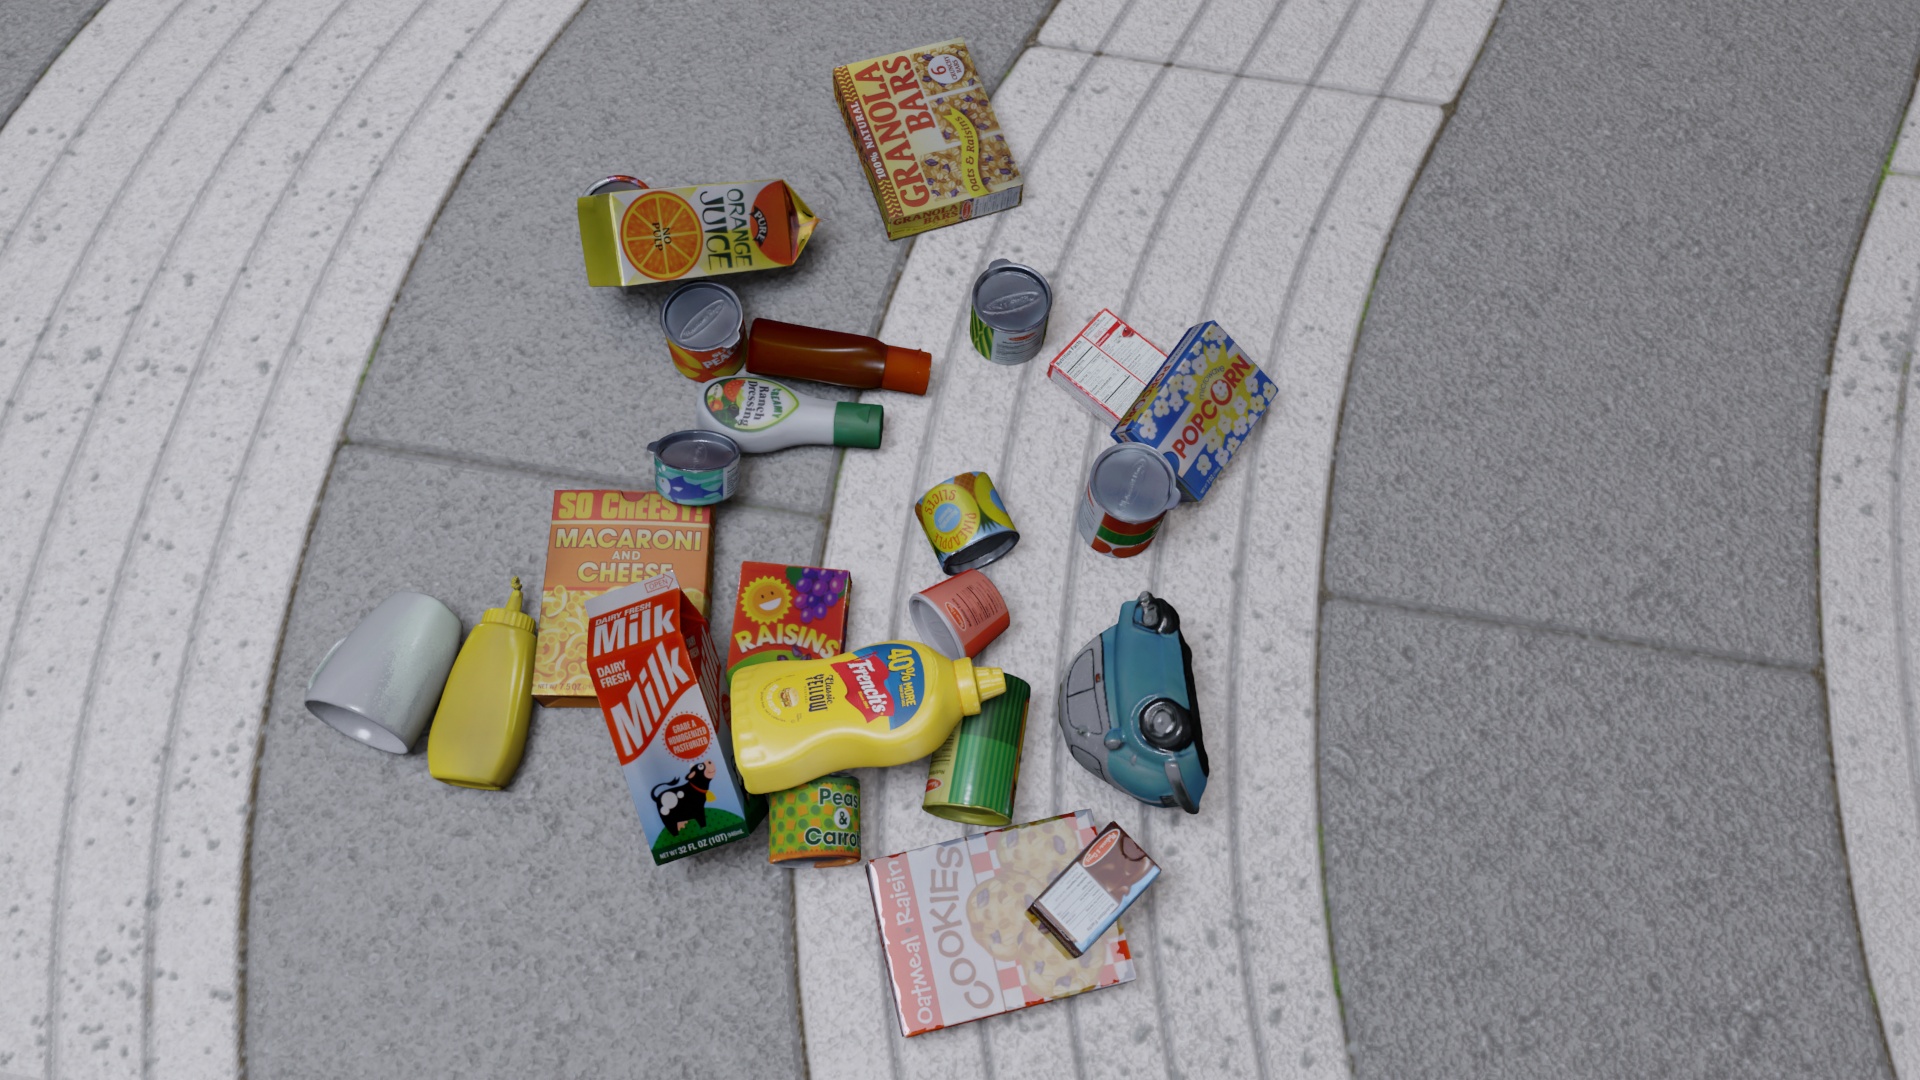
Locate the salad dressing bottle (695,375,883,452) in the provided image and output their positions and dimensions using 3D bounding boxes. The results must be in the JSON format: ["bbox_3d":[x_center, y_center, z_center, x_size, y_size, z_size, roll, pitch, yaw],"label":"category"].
[{"bbox_3d":[-0.137,-0.099,1.123,0.148,0.043,0.064,5,59,-1],"label":"salad dressing bottle"}]

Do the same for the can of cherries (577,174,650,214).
[{"bbox_3d":[-0.282,-0.265,1.174,0.071,0.058,0.072,1,69,-2],"label":"can of cherries"}]

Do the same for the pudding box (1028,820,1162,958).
[{"bbox_3d":[0.094,0.243,0.967,0.084,0.030,0.050,-42,75,-18],"label":"pudding box"}]

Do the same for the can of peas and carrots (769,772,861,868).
[{"bbox_3d":[-0.103,0.201,0.995,0.071,0.070,0.059,-2,70,-3],"label":"can of peas and carrots"}]

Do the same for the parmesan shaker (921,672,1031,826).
[{"bbox_3d":[0.014,0.151,1.019,0.071,0.071,0.103,10,69,1],"label":"parmesan shaker"}]

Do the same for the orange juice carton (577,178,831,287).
[{"bbox_3d":[-0.205,-0.254,1.134,0.193,0.072,0.072,-15,106,-33],"label":"orange juice carton"}]

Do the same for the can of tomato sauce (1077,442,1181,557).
[{"bbox_3d":[0.131,-0.030,1.088,0.071,0.082,0.071,1,69,-2],"label":"can of tomato sauce"}]

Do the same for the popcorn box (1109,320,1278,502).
[{"bbox_3d":[0.190,-0.104,1.125,0.085,0.038,0.127,44,71,-17],"label":"popcorn box"}]

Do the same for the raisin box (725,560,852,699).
[{"bbox_3d":[-0.131,0.082,1.057,0.086,0.040,0.124,5,70,0],"label":"raisin box"}]

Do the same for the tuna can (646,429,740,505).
[{"bbox_3d":[-0.207,-0.057,1.078,0.071,0.032,0.071,5,32,-3],"label":"tuna can"}]

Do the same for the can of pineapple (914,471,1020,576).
[{"bbox_3d":[0.004,-0.014,1.083,0.071,0.070,0.058,-23,71,-11],"label":"can of pineapple"}]

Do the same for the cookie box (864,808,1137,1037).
[{"bbox_3d":[0.026,0.272,0.990,0.168,0.040,0.123,-11,70,-8],"label":"cookie box"}]

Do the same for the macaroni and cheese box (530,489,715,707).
[{"bbox_3d":[-0.255,0.043,1.066,0.124,0.040,0.167,1,69,-3],"label":"macaroni and cheese box"}]

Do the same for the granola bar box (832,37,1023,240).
[{"bbox_3d":[-0.030,-0.357,1.231,0.124,0.039,0.166,-17,71,-9],"label":"granola bar box"}]

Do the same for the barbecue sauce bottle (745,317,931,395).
[{"bbox_3d":[-0.099,-0.149,1.139,0.149,0.065,0.043,8,113,-7],"label":"barbecue sauce bottle"}]

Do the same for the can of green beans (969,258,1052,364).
[{"bbox_3d":[0.041,-0.188,1.159,0.071,0.057,0.071,1,69,-2],"label":"can of green beans"}]

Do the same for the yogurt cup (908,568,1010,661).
[{"bbox_3d":[0.001,0.058,1.060,0.054,0.072,0.072,-32,73,-22],"label":"yogurt cup"}]

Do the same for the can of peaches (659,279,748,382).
[{"bbox_3d":[-0.208,-0.169,1.141,0.071,0.058,0.071,1,69,-3],"label":"can of peaches"}]

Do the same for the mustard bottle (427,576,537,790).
[{"bbox_3d":[-0.346,0.103,1.034,0.065,0.048,0.161,8,68,2],"label":"mustard bottle"}]

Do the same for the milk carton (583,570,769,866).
[{"bbox_3d":[-0.204,0.122,0.981,0.072,0.073,0.190,-19,92,4],"label":"milk carton"}]
